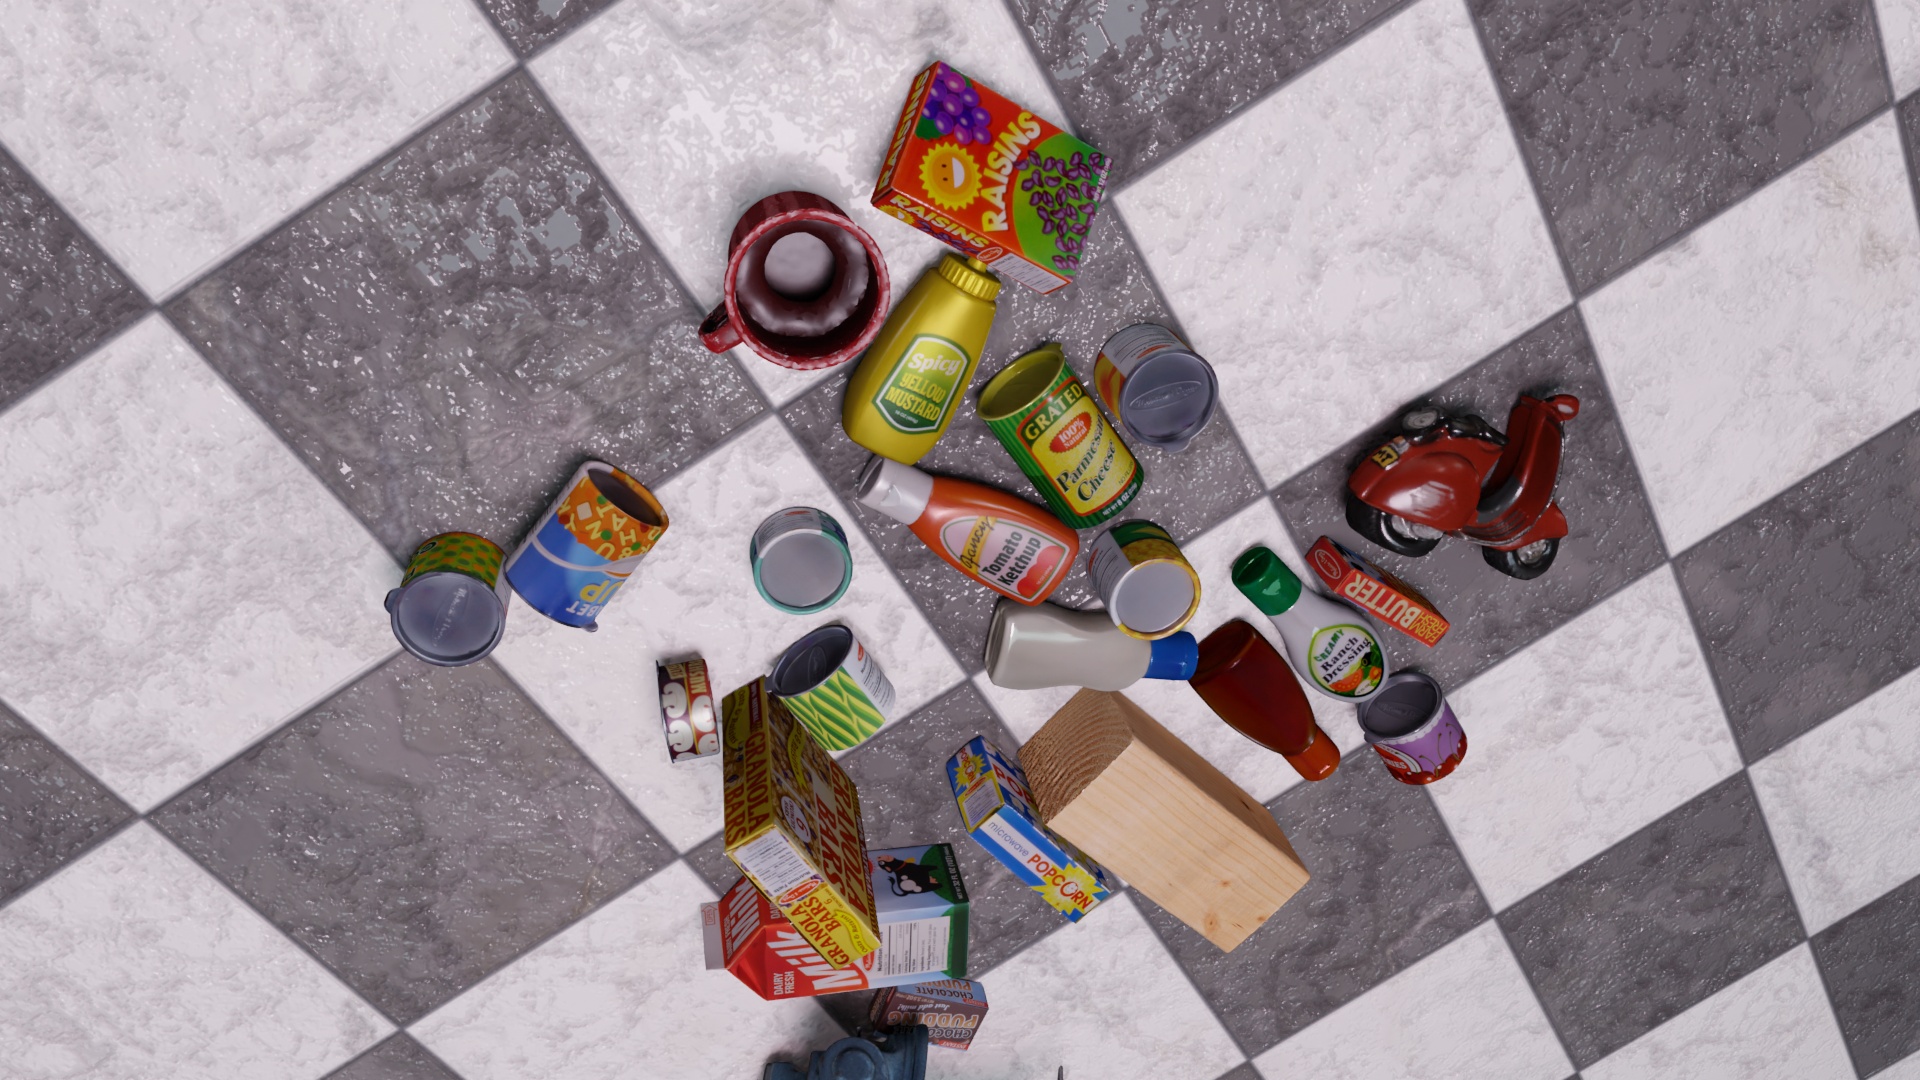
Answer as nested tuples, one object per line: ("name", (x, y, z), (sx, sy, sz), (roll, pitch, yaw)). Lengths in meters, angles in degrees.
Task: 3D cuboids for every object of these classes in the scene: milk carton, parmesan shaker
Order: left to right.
("milk carton", (-0.094, 0.282, 1.026), (0.191, 0.072, 0.073), (-3, 116, -12))
("parmesan shaker", (0.068, -0.066, 0.898), (0.071, 0.071, 0.103), (-37, 118, 6))

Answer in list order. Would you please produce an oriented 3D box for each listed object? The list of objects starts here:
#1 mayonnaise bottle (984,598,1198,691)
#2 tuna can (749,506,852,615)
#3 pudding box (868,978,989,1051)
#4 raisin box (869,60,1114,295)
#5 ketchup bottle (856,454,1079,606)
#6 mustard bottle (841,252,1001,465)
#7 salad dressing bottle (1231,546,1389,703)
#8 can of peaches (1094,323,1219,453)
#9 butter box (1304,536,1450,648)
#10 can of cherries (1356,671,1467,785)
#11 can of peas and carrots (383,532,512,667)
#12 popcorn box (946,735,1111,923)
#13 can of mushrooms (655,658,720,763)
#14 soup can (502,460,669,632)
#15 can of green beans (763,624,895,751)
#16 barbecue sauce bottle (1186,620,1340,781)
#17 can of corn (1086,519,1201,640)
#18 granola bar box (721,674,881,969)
("mayonnaise bottle", (0.094, 0.078, 0.988), (0.148, 0.041, 0.064), (6, 115, -16))
("tuna can", (-0.104, 0.016, 0.916), (0.071, 0.033, 0.070), (-5, 116, -10))
("pudding box", (-0.026, 0.375, 1.109), (0.084, 0.030, 0.049), (18, 111, -20))
("raisin box", (0.019, -0.211, 0.813), (0.123, 0.040, 0.086), (23, 79, -22))
("ketchup bottle", (0.003, -0.012, 0.922), (0.149, 0.044, 0.064), (26, 113, -22))
("mustard bottle", (-0.016, -0.126, 0.859), (0.065, 0.049, 0.159), (21, 109, -25))
("salad dressing bottle", (0.255, 0.061, 1.013), (0.064, 0.044, 0.147), (-45, 116, 8))
("can of peaches", (0.126, -0.099, 0.899), (0.071, 0.058, 0.071), (-5, 117, -11))
("butter box", (0.303, 0.037, 1.008), (0.103, 0.053, 0.024), (27, 109, -23))
("can of cherries", (0.344, 0.146, 1.061), (0.071, 0.072, 0.058), (-34, 119, 5))
("can of peas and carrots", (-0.317, 0.035, 0.863), (0.071, 0.059, 0.070), (-5, 116, -10))
("popcorn box", (0.048, 0.211, 1.016), (0.038, 0.085, 0.126), (-41, 117, 8))
("can of mushrooms", (-0.182, 0.111, 0.926), (0.033, 0.071, 0.070), (-9, 117, -9))
("soup can", (-0.229, 0.004, 0.862), (0.071, 0.071, 0.083), (36, 103, -25))
("can of green beans", (-0.086, 0.100, 0.943), (0.071, 0.071, 0.057), (-32, 118, 4))
("barbecue sauce bottle", (0.232, 0.126, 1.040), (0.065, 0.044, 0.148), (-41, 118, 9))
("can of corn", (0.129, 0.027, 0.960), (0.071, 0.058, 0.070), (-5, 117, -10))
("granola bar box", (-0.108, 0.184, 0.922), (0.039, 0.166, 0.124), (-31, 118, 6))
